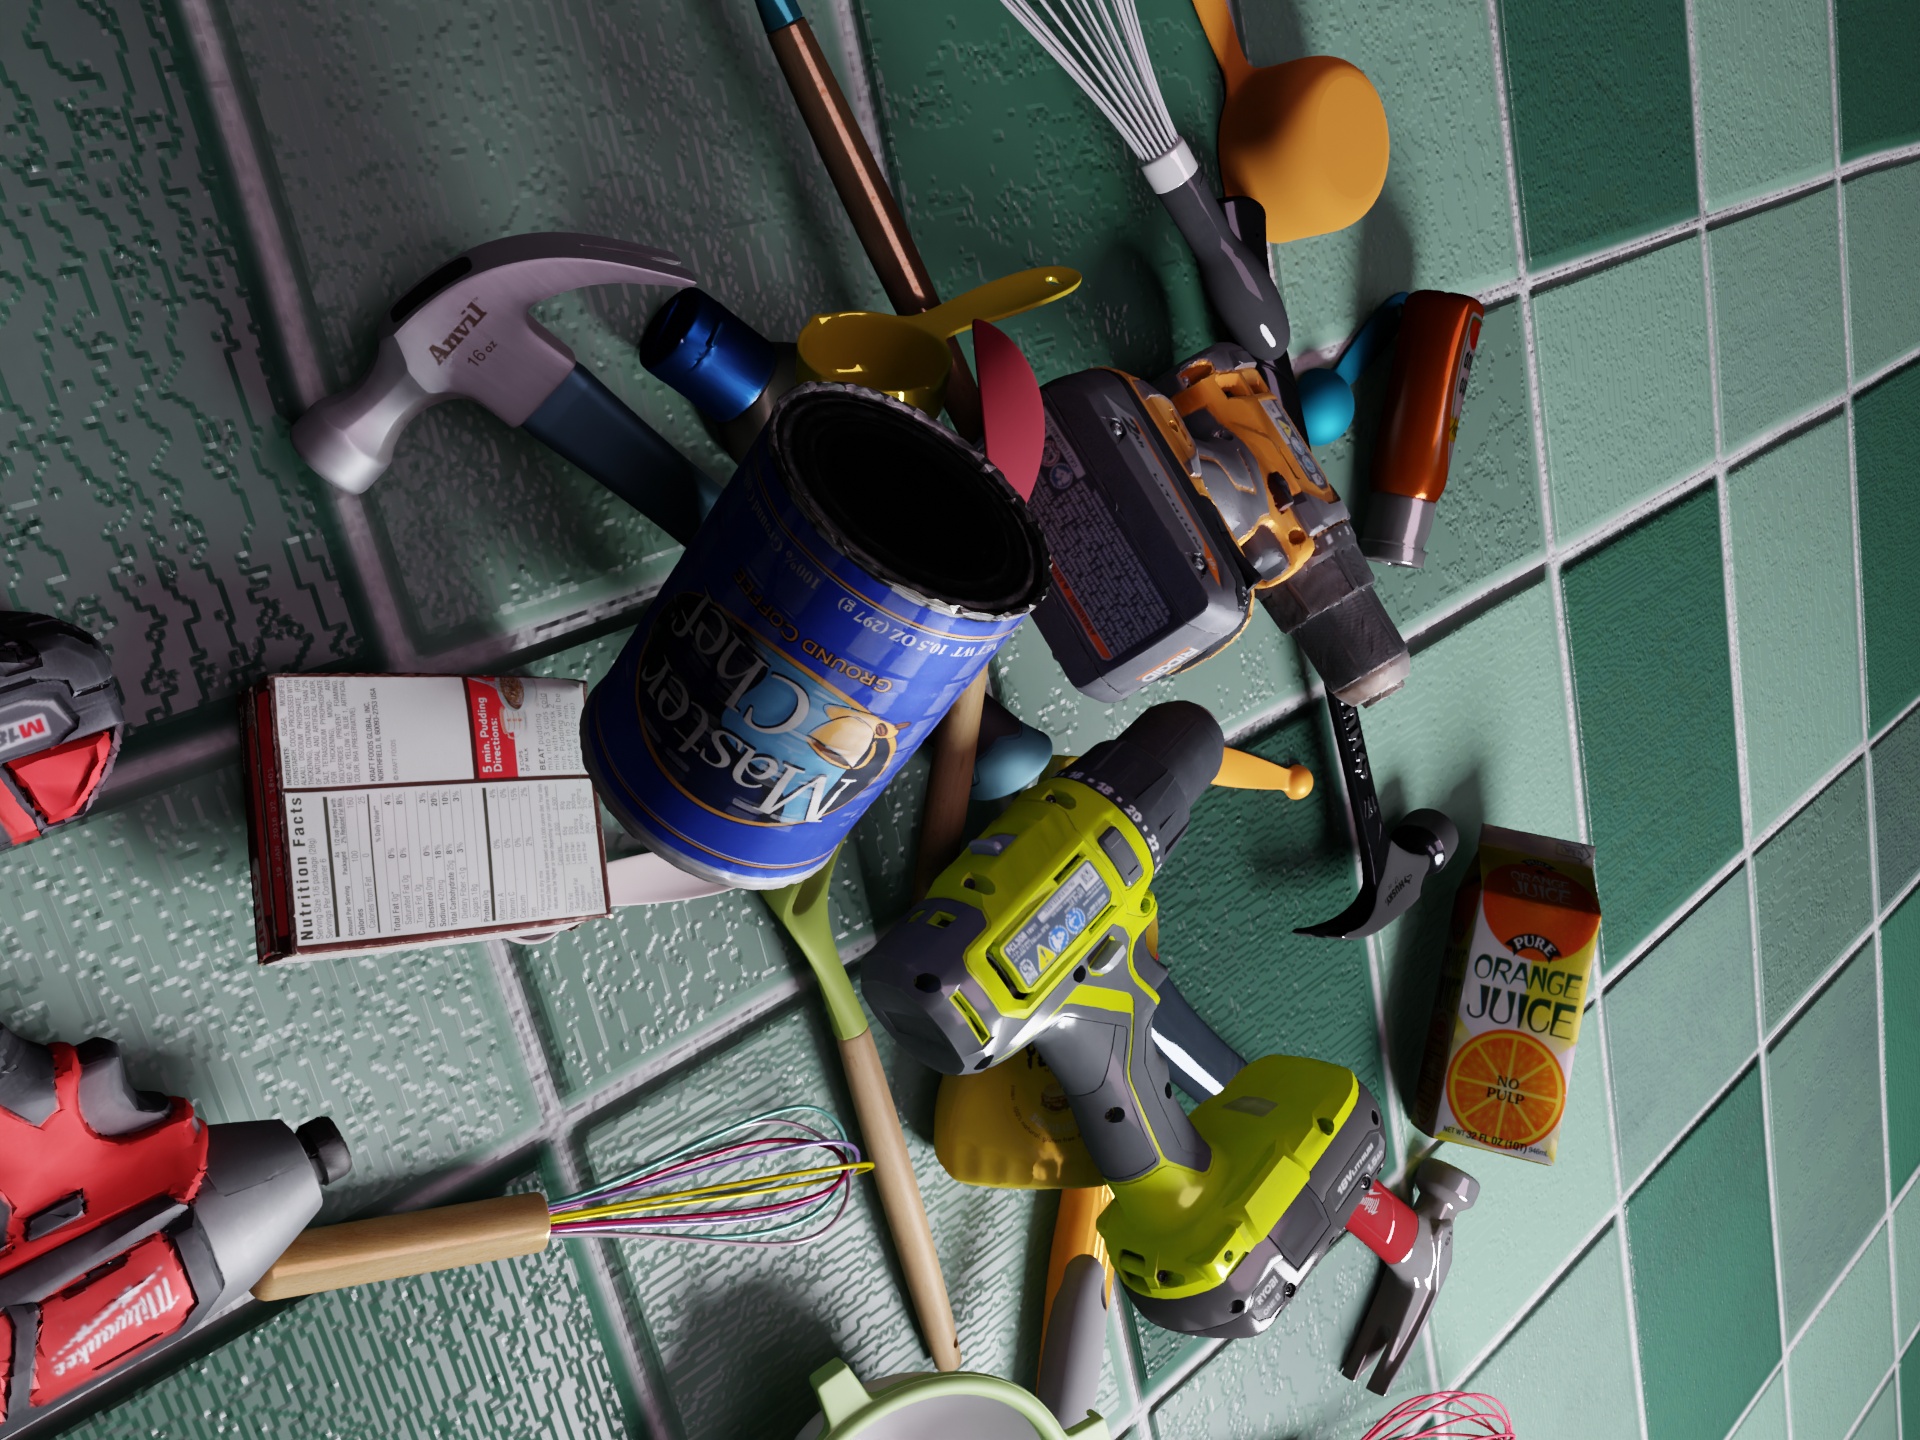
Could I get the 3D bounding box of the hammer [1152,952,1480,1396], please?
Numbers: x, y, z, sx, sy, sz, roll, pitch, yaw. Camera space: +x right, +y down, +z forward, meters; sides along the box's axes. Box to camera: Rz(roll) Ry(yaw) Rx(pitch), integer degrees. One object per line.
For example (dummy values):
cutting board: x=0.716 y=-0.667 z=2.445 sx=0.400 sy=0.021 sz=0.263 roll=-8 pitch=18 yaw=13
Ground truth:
hammer: x=0.170 y=0.241 z=0.872 sx=0.385 sy=0.038 sz=0.143 roll=43 pitch=69 yaw=-35

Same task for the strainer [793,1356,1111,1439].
strainer: x=-0.047 y=0.389 z=0.679 sx=0.151 sy=0.069 sz=0.256 roll=23 pitch=86 yaw=-27

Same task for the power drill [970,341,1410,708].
power drill: x=0.113 y=-0.072 z=0.690 sx=0.185 sy=0.084 sz=0.226 roll=59 pitch=33 yaw=4

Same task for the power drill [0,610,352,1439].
power drill: x=-0.267 y=0.087 z=0.450 sx=0.143 sy=0.079 sz=0.219 roll=-24 pitch=113 yaw=-36

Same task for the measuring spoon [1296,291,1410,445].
measuring spoon: x=0.226 y=-0.200 z=0.881 sx=0.129 sy=0.021 sz=0.042 roll=-49 pitch=123 yaw=-26

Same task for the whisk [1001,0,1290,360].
whisk: x=0.076 y=-0.273 z=0.703 sx=0.070 sy=0.070 sz=0.284 roll=-53 pitch=121 yaw=-24

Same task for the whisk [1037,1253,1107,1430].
whisk: x=0.038 y=0.365 z=0.724 sx=0.055 sy=0.055 sz=0.239 roll=17 pitch=79 yaw=-41

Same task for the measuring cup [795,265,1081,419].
measuring cup: x=-0.002 y=-0.145 z=0.616 sx=0.156 sy=0.062 sz=0.029 roll=-34 pitch=148 yaw=-42

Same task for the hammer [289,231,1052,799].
hammer: x=-0.073 y=-0.056 z=0.605 sx=0.128 sy=0.033 sz=0.330 roll=-45 pitch=131 yaw=8

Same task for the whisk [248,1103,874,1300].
whisk: x=-0.136 y=0.182 z=0.596 sx=0.244 sy=0.047 sz=0.051 roll=2 pitch=95 yaw=-38

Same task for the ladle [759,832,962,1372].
ladle: x=-0.029 y=0.154 z=0.678 sx=0.078 sy=0.062 sz=0.320 roll=-55 pitch=136 yaw=-60

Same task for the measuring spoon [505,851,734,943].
measuring spoon: x=-0.129 y=0.062 z=0.609 sx=0.124 sy=0.018 sz=0.034 roll=-4 pitch=82 yaw=-47

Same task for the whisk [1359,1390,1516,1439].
whisk: x=0.233 y=0.443 z=0.940 sx=0.295 sy=0.073 sz=0.073 roll=9 pitch=89 yaw=-35

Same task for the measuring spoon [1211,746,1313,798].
measuring spoon: x=0.153 y=0.027 z=0.850 sx=0.116 sy=0.011 sz=0.021 roll=12 pitch=87 yaw=-41

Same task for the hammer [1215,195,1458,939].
hammer: x=0.184 y=-0.072 z=0.843 sx=0.149 sy=0.036 sz=0.408 roll=-35 pitch=115 yaw=-43

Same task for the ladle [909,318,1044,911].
ladle: x=-0.001 y=-0.002 z=0.626 sx=0.031 sy=0.069 sz=0.315 roll=7 pitch=122 yaw=-3

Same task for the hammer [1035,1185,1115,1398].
hammer: x=0.057 y=0.339 z=0.786 sx=0.127 sy=0.034 sz=0.337 roll=6 pitch=91 yaw=-41

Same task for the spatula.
spatula: x=-0.060 y=-0.238 z=0.607 sx=0.082 sy=0.044 sz=0.317 roll=-42 pitch=119 yaw=-29

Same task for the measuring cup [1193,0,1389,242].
measuring cup: x=0.159 y=-0.321 z=0.788 sx=0.095 sy=0.052 sz=0.173 roll=-51 pitch=126 yaw=-25

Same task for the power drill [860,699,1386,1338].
power drill: x=0.085 y=0.122 z=0.669 sx=0.190 sy=0.080 sz=0.228 roll=-43 pitch=110 yaw=-28
